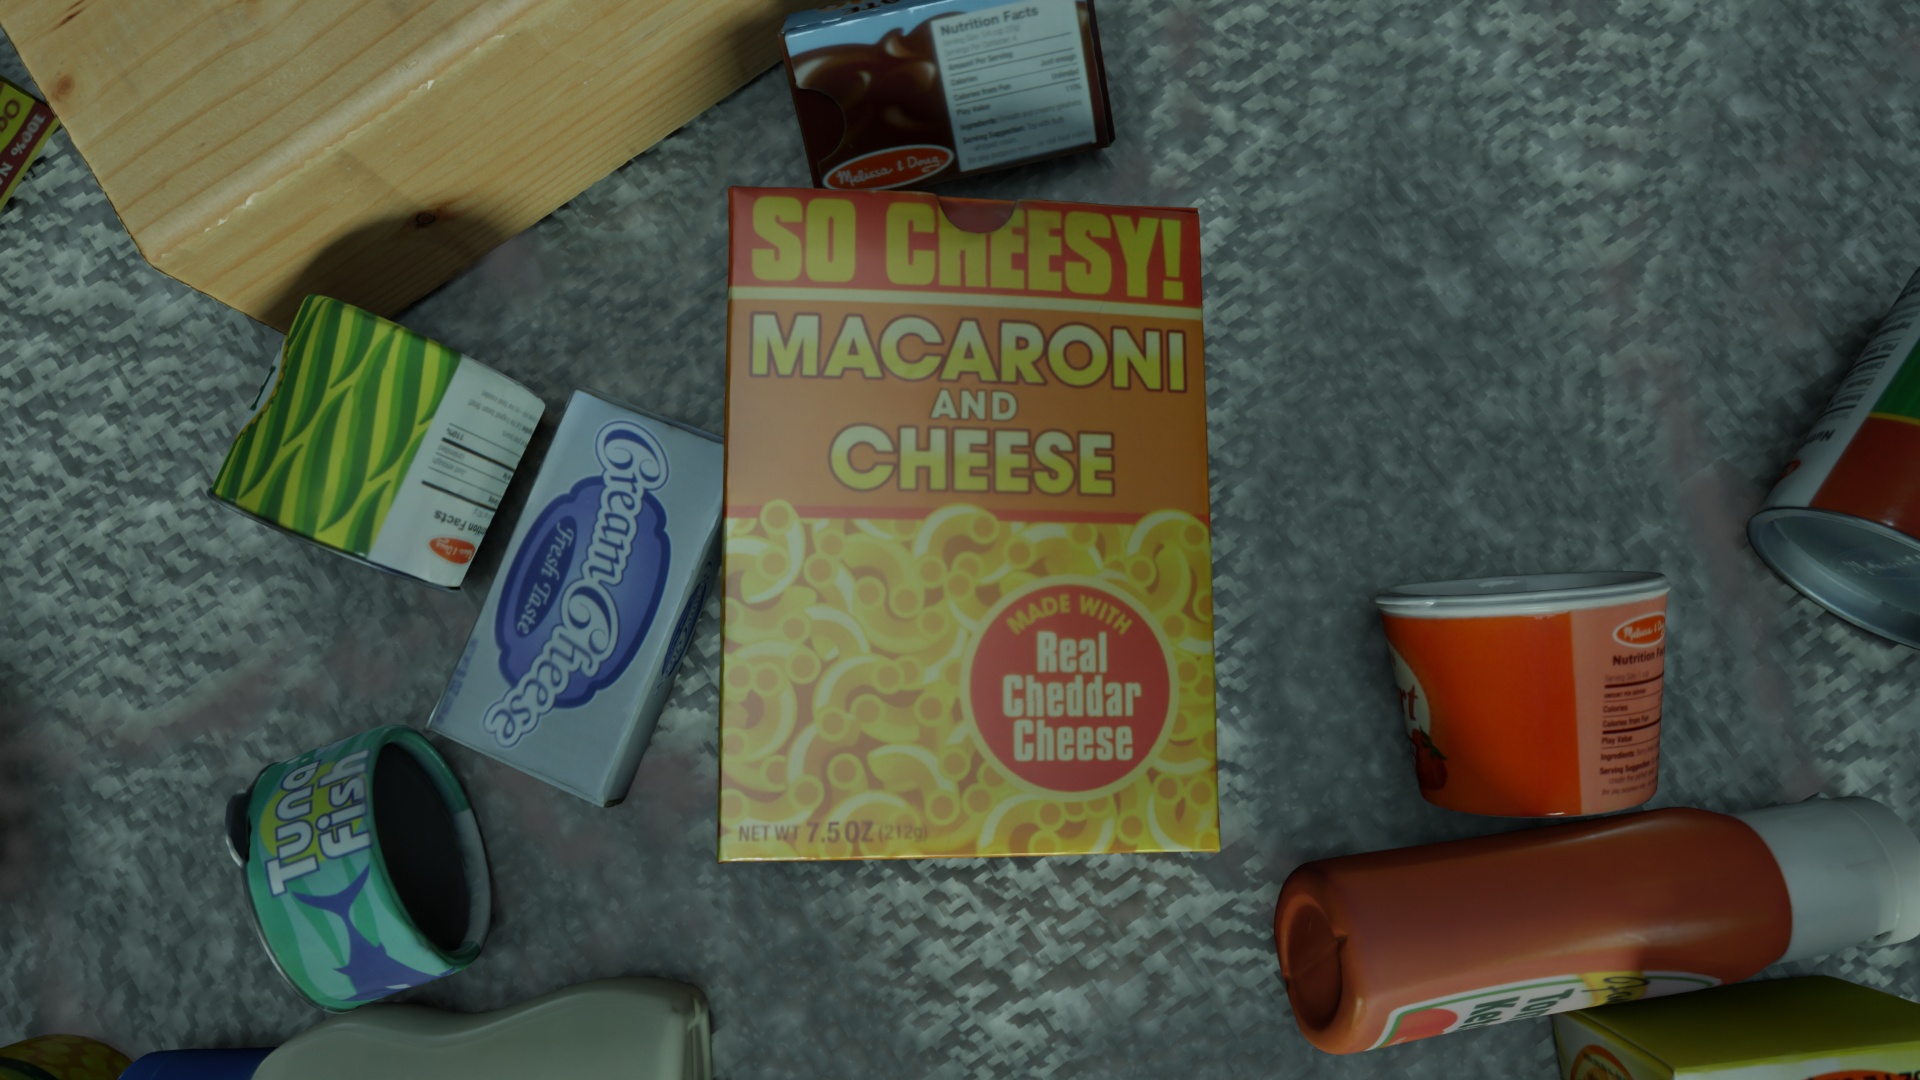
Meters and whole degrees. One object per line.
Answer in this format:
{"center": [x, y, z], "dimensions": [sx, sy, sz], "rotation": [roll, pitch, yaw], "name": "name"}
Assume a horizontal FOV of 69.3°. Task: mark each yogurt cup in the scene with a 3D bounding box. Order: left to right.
{"center": [0.140, 0.037, 0.344], "dimensions": [0.072, 0.072, 0.054], "rotation": [-5, 90, 3], "name": "yogurt cup"}

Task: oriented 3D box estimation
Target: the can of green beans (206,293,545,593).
{"center": [-0.153, -0.025, 0.368], "dimensions": [0.071, 0.071, 0.058], "rotation": [22, 84, 6], "name": "can of green beans"}

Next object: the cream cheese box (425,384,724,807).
{"center": [-0.099, 0.014, 0.380], "dimensions": [0.053, 0.024, 0.104], "rotation": [21, 84, 5], "name": "cream cheese box"}

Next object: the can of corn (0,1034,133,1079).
{"center": [-0.251, 0.163, 0.352], "dimensions": [0.071, 0.058, 0.071], "rotation": [0, 83, 4], "name": "can of corn"}

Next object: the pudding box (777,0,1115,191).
{"center": [-0.004, -0.126, 0.380], "dimensions": [0.084, 0.030, 0.049], "rotation": [-12, 119, 2], "name": "pudding box"}

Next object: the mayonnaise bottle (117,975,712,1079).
{"center": [-0.140, 0.148, 0.357], "dimensions": [0.148, 0.041, 0.065], "rotation": [-3, 81, 4], "name": "mayonnaise bottle"}

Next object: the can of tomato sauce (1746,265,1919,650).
{"center": [0.251, -0.020, 0.343], "dimensions": [0.071, 0.071, 0.083], "rotation": [35, 85, 7], "name": "can of tomato sauce"}

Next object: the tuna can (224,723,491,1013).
{"center": [-0.150, 0.081, 0.351], "dimensions": [0.033, 0.071, 0.071], "rotation": [-20, 82, -1], "name": "tuna can"}

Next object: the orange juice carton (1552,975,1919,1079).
{"center": [0.197, 0.204, 0.312], "dimensions": [0.072, 0.073, 0.193], "rotation": [-8, 82, 3], "name": "orange juice carton"}

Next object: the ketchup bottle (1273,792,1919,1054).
{"center": [0.156, 0.090, 0.338], "dimensions": [0.149, 0.064, 0.044], "rotation": [-8, 63, -6], "name": "ketchup bottle"}

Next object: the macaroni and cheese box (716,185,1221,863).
{"center": [0.001, -0.004, 0.358], "dimensions": [0.124, 0.040, 0.166], "rotation": [1, 82, -9], "name": "macaroni and cheese box"}

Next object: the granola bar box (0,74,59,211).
{"center": [-0.364, -0.088, 0.403], "dimensions": [0.124, 0.039, 0.165], "rotation": [28, 85, 7], "name": "granola bar box"}
